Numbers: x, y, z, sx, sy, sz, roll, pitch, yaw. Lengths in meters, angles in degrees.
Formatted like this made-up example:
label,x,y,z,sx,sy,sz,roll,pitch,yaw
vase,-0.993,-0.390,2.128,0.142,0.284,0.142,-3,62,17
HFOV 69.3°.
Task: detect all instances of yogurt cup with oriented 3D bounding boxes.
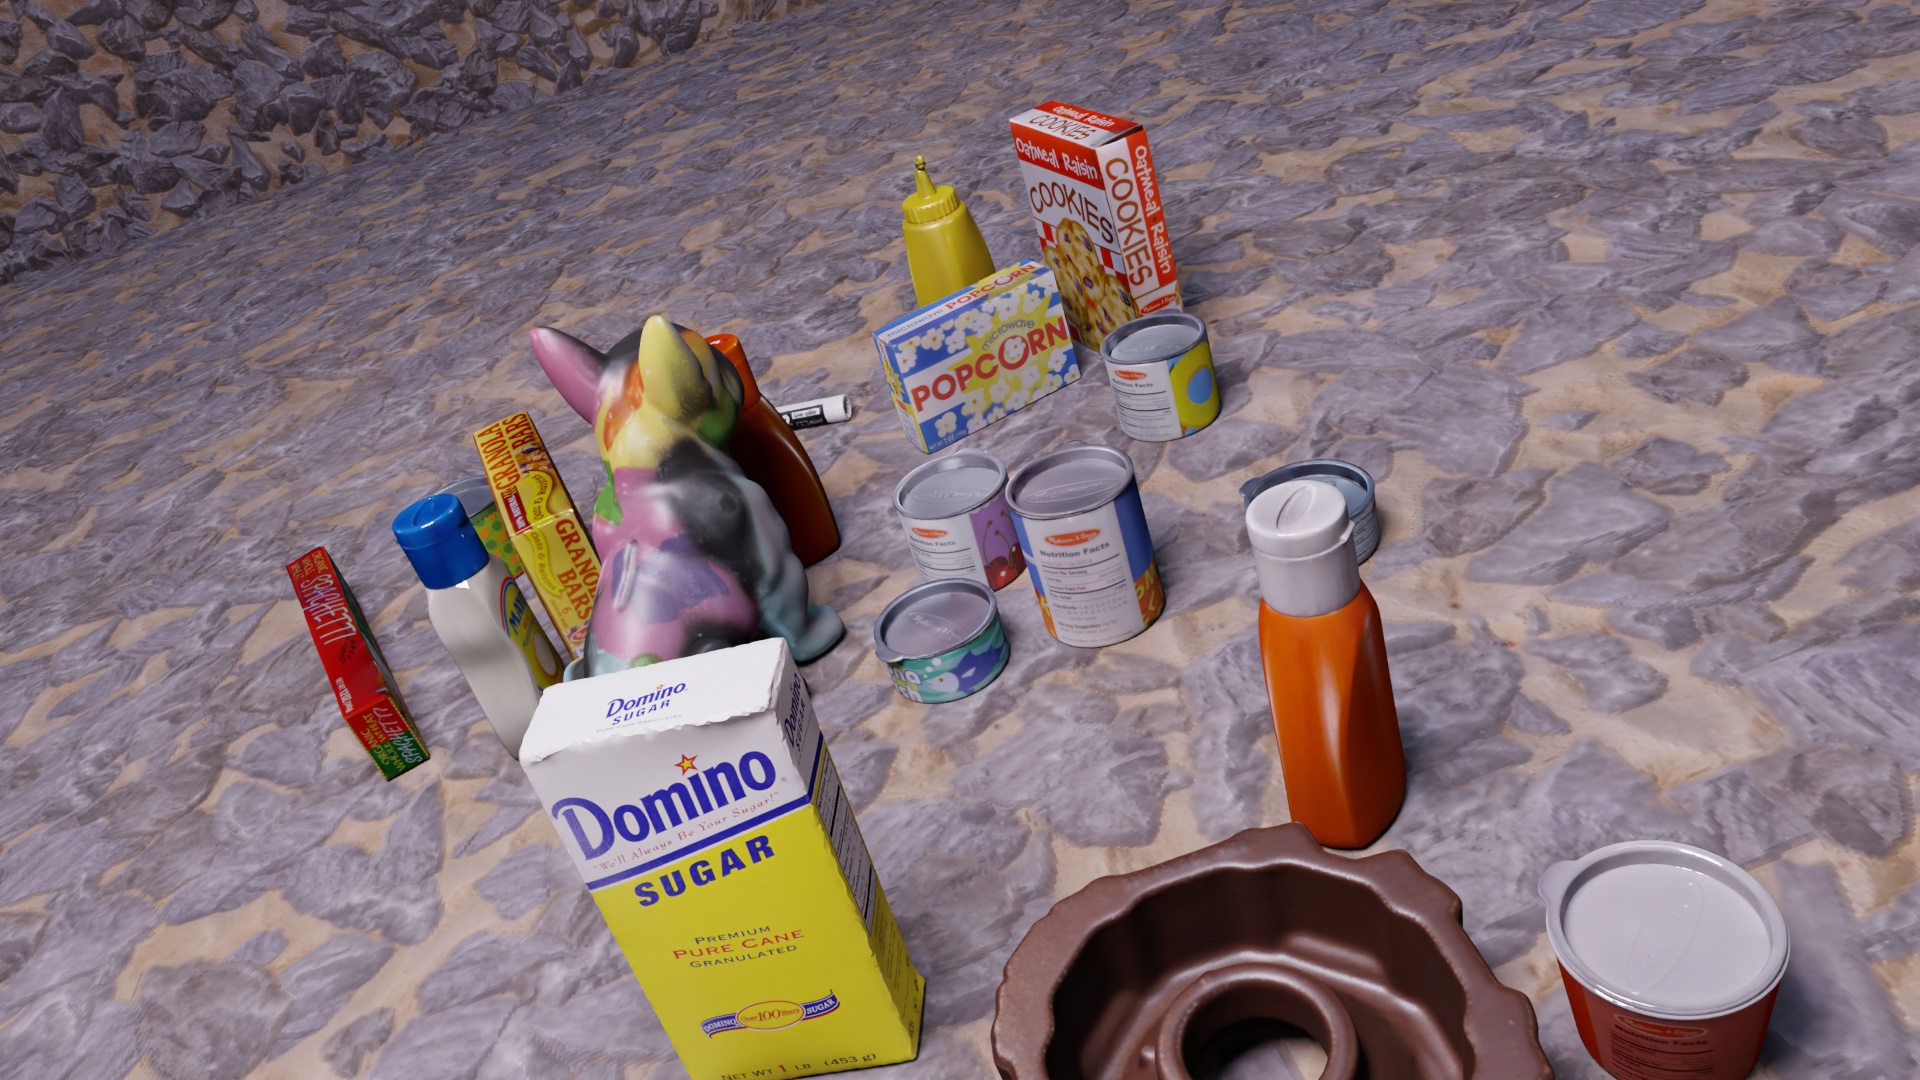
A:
label,x,y,z,sx,sy,sz,roll,pitch,yaw
yogurt cup,0.225,0.139,0.444,0.072,0.053,0.073,-13,32,8

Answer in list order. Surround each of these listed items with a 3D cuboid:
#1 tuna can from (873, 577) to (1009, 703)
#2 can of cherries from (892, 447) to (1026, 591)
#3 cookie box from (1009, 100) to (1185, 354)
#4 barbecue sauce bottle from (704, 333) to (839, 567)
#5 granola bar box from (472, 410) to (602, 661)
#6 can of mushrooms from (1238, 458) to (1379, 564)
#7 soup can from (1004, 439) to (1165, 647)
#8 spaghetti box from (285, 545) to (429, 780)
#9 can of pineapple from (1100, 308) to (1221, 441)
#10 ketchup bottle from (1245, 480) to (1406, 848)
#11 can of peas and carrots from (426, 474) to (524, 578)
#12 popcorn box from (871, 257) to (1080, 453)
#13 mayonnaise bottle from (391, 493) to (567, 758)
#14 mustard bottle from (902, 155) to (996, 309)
label,x,y,z,sx,sy,sz,roll,pitch,yaw
tuna can,-0.011,0.053,0.721,0.071,0.032,0.071,-13,32,8
can of cherries,0.003,-0.010,0.787,0.071,0.058,0.072,-13,32,8
cookie box,0.096,-0.205,0.940,0.040,0.166,0.123,-27,32,-13
barbecue sauce bottle,-0.124,-0.050,0.829,0.065,0.148,0.044,-22,31,-5
granola bar box,-0.235,0.008,0.819,0.039,0.123,0.166,-27,32,-13
can of mushrooms,0.181,-0.012,0.722,0.071,0.033,0.071,-13,32,8
soup can,0.065,0.001,0.713,0.071,0.083,0.072,-13,31,8
spaghetti box,-0.382,0.069,0.871,0.029,0.050,0.250,-31,33,-19
can of pineapple,0.127,-0.103,0.870,0.071,0.057,0.071,-13,32,8
ketchup bottle,0.142,0.047,0.539,0.043,0.148,0.065,5,38,33
can of peas and carrots,-0.334,-0.002,0.950,0.071,0.058,0.071,-13,32,8
popcorn box,0.012,-0.125,0.937,0.127,0.085,0.038,-28,32,-15
mayonnaise bottle,-0.254,0.045,0.749,0.041,0.147,0.065,-16,31,4
mustard bottle,-0.009,-0.201,0.996,0.049,0.159,0.066,2,37,31
